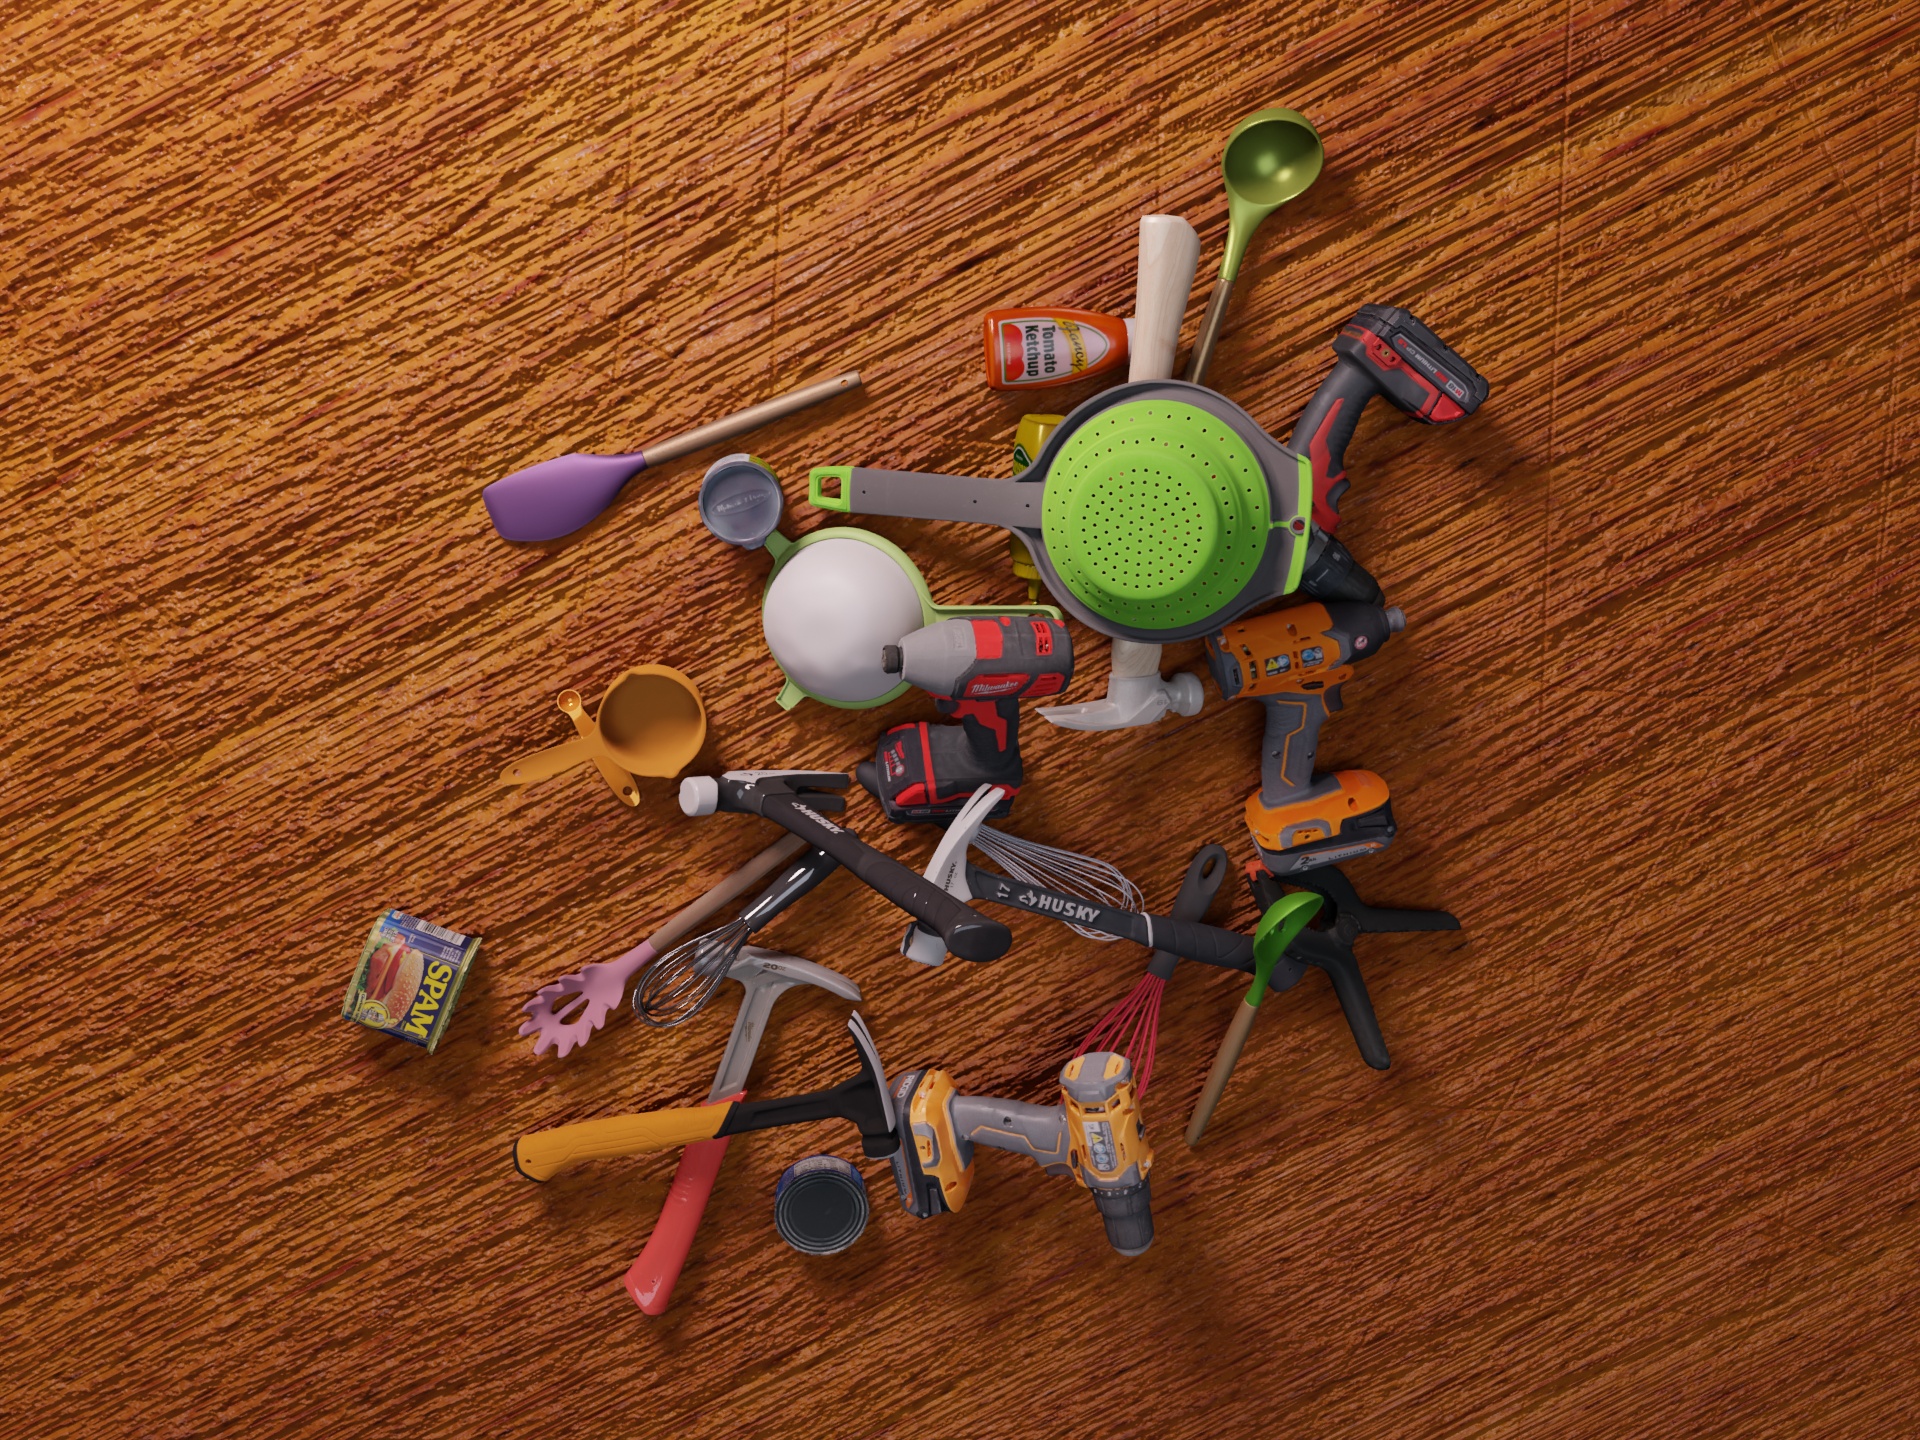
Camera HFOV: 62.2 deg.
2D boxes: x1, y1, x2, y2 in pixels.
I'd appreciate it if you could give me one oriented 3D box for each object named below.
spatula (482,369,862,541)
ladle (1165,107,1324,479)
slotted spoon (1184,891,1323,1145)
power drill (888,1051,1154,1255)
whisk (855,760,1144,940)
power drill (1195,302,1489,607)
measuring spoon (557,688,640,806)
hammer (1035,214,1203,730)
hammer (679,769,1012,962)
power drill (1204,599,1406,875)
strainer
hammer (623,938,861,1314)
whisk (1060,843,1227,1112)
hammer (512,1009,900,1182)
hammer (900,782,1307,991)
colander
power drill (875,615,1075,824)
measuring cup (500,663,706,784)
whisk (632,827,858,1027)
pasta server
[{"bbox_3d":[-0.227,-0.216,1.269,0.316,0.018,0.059,-21,104,0],"label":"spatula"},{"bbox_3d":[0.207,-0.326,1.274,0.078,0.062,0.320,14,106,-11],"label":"ladle"},{"bbox_3d":[0.249,0.267,1.408,0.070,0.031,0.313,-14,133,-38],"label":"slotted spoon"},{"bbox_3d":[0.058,0.387,1.397,0.226,0.084,0.185,-8,107,19],"label":"power drill"},{"bbox_3d":[0.035,0.108,1.373,0.284,0.070,0.070,30,100,-8],"label":"whisk"},{"bbox_3d":[0.328,-0.207,1.311,0.187,0.080,0.226,36,101,-15],"label":"power drill"},{"bbox_3d":[-0.302,0.023,1.331,0.021,0.011,0.116,-33,110,-11],"label":"measuring spoon"},{"bbox_3d":[0.138,-0.189,1.271,0.146,0.038,0.410,-8,113,-23],"label":"hammer"},{"bbox_3d":[-0.074,0.105,1.223,0.146,0.335,0.035,-2,109,-39],"label":"hammer"},{"bbox_3d":[0.305,0.007,1.343,0.164,0.084,0.226,-15,116,1],"label":"power drill"},{"bbox_3d":[-0.050,-0.074,1.254,0.256,0.069,0.151,1,105,18],"label":"strainer"},{"bbox_3d":[-0.214,0.372,1.422,0.149,0.037,0.359,18,102,-11],"label":"hammer"},{"bbox_3d":[0.168,0.245,1.424,0.073,0.073,0.296,24,95,-13],"label":"whisk"},{"bbox_3d":[-0.227,0.341,1.371,0.337,0.034,0.127,-12,101,8],"label":"hammer"},{"bbox_3d":[0.143,0.168,1.345,0.408,0.036,0.149,18,90,-31],"label":"hammer"},{"bbox_3d":[0.062,-0.158,1.208,0.397,0.094,0.204,6,106,13],"label":"colander"},{"bbox_3d":[-0.002,-0.004,1.254,0.143,0.079,0.219,-2,148,-13],"label":"power drill"},{"bbox_3d":[-0.292,0.012,1.305,0.173,0.052,0.095,-20,106,-1],"label":"measuring cup"},{"bbox_3d":[-0.178,0.172,1.345,0.239,0.055,0.055,-41,107,-12],"label":"whisk"},{"bbox_3d":[-0.243,0.179,1.365,0.316,0.040,0.060,-37,95,3],"label":"pasta server"}]
